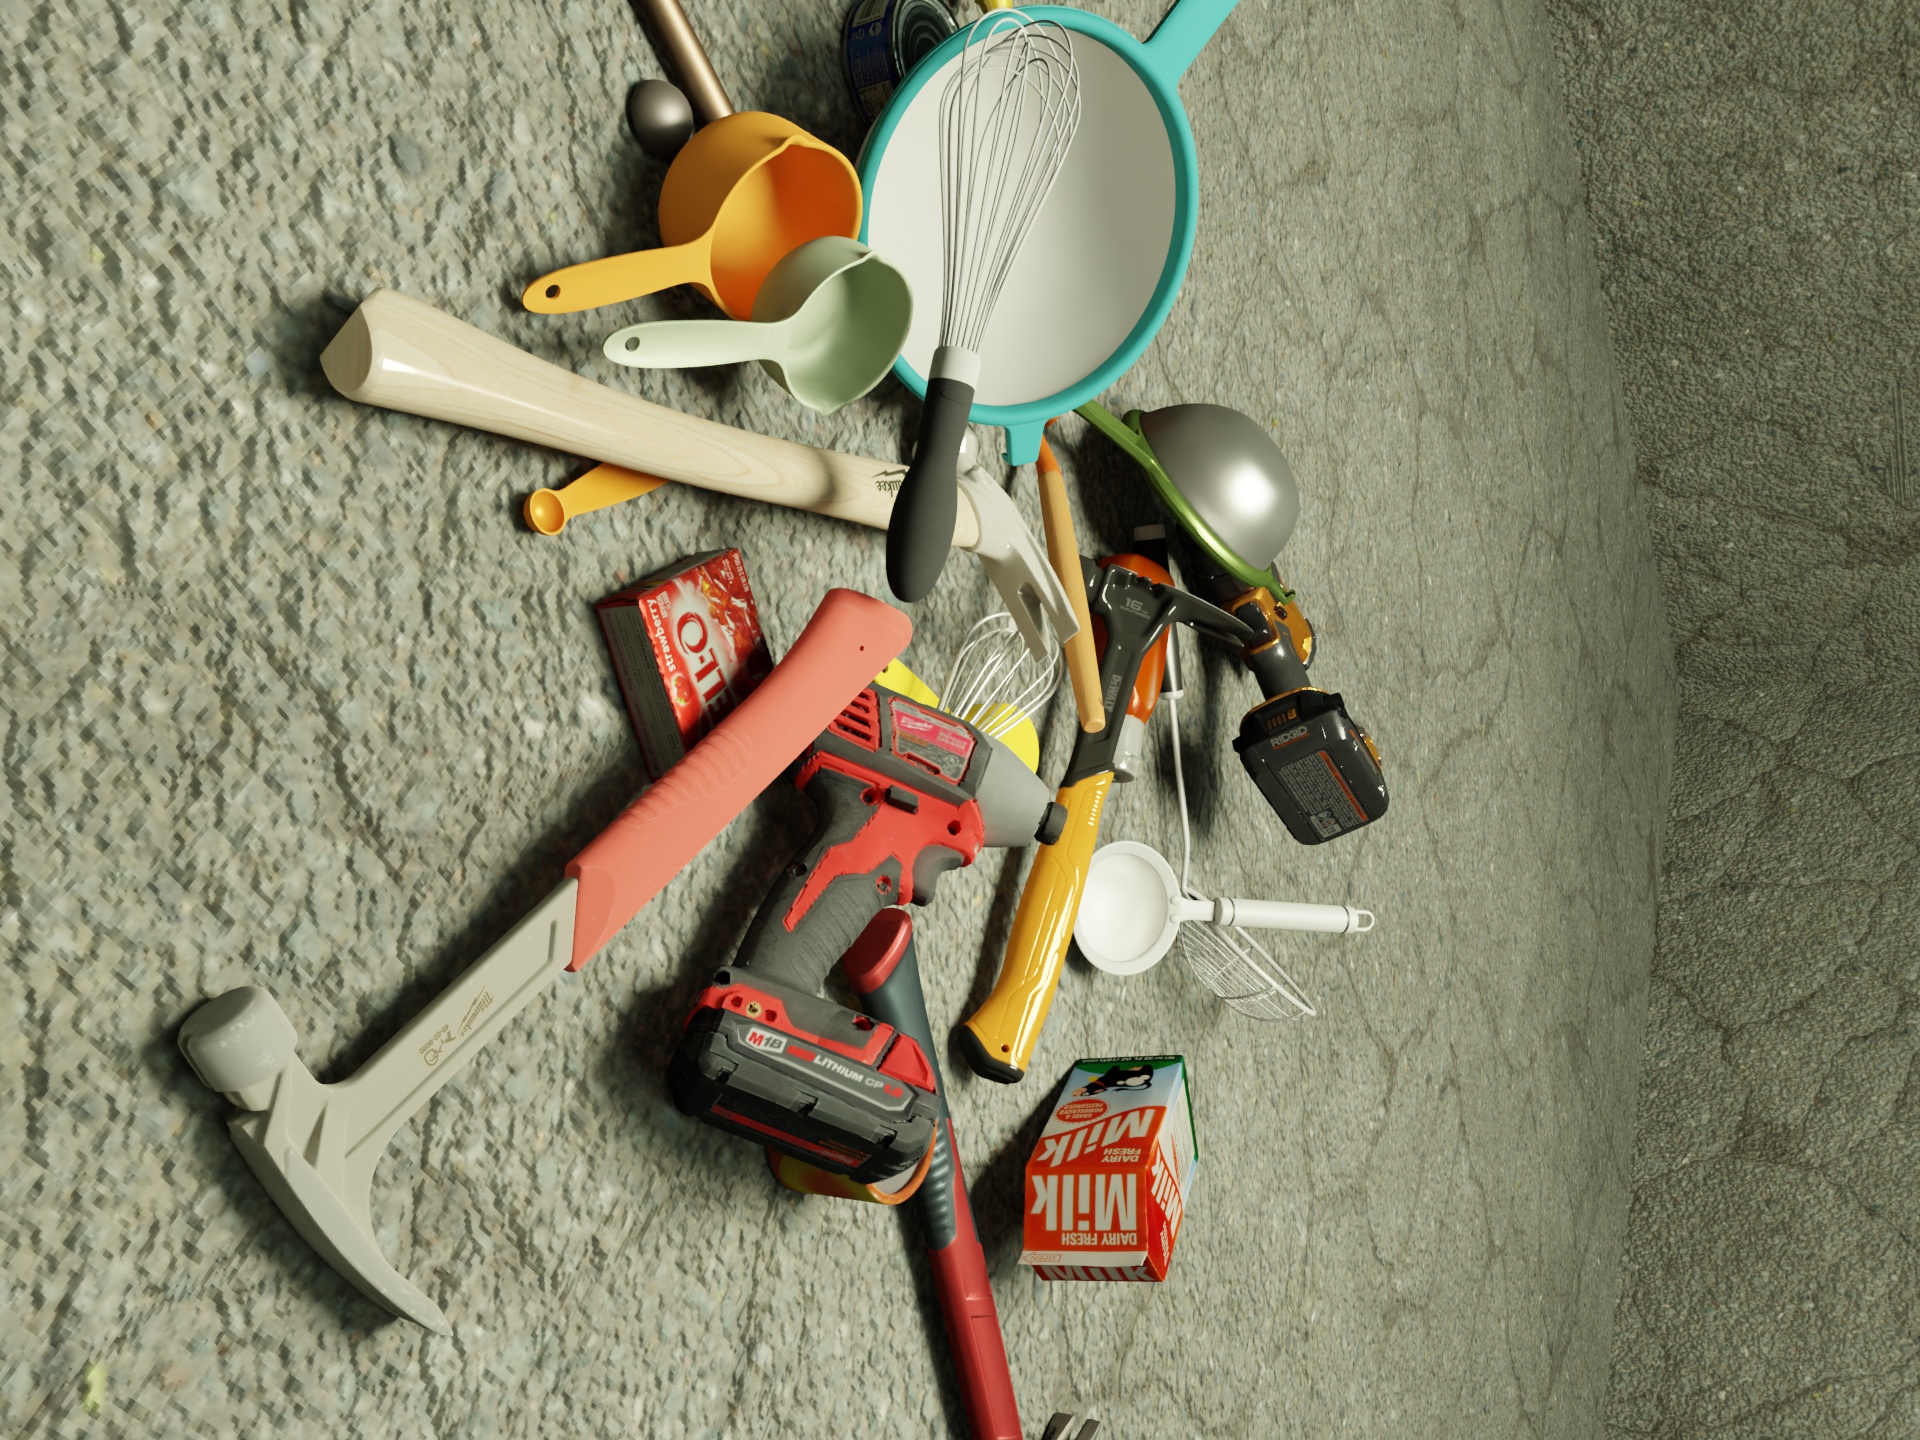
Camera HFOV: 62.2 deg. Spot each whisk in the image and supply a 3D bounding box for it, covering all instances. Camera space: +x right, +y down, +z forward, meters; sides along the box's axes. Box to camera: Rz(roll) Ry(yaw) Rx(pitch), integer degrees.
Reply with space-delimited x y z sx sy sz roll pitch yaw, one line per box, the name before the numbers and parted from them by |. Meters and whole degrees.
whisk | -0.018 0.026 0.840 0.059 0.057 0.246 36 56 4
whisk | 0.003 -0.192 0.733 0.070 0.070 0.285 21 79 -55

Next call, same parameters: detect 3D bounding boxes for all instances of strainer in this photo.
strainer | 0.149 -0.181 1.030 0.256 0.069 0.152 25 34 -49
strainer | 0.165 0.128 1.057 0.258 0.050 0.087 6 85 -20
strainer | 0.057 -0.323 0.856 0.340 0.095 0.210 -52 130 0

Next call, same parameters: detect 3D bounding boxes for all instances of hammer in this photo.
hammer | -0.090 -0.109 0.717 0.410 0.038 0.146 5 51 -54
hammer | 0.078 0.060 0.966 0.034 0.127 0.337 115 -4 -66
hammer | 0.004 0.280 0.876 0.143 0.038 0.386 -32 114 -55
hammer | -0.128 0.063 0.647 0.359 0.037 0.149 -47 126 -39

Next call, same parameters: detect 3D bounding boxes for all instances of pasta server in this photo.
pasta server | -0.126 -0.320 0.722 0.060 0.040 0.315 -74 145 -46

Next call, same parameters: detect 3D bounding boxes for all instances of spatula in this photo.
spatula | 0.065 -0.131 0.954 0.080 0.041 0.323 43 32 -48

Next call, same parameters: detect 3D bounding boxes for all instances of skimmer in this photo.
skimmer | 0.187 0.038 1.136 0.127 0.090 0.363 -43 125 -83

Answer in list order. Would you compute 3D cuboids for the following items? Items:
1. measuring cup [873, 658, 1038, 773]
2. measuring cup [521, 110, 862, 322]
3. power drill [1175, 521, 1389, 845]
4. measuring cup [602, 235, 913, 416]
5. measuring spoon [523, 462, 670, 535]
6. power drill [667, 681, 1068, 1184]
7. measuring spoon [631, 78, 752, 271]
measuring cup | -0.001 -0.003 0.898 0.156 0.029 0.062 39 55 -49
measuring cup | -0.126 -0.215 0.701 0.173 0.052 0.095 -26 145 -33
power drill | 0.225 -0.044 1.161 0.185 0.084 0.226 48 23 -43
measuring cup | -0.093 -0.176 0.700 0.167 0.038 0.083 -16 138 -43
measuring spoon | -0.152 -0.104 0.692 0.117 0.011 0.021 -43 118 -54
power drill | -0.037 0.091 0.739 0.143 0.078 0.220 23 59 -7
measuring spoon | -0.113 -0.248 0.753 0.124 0.018 0.034 54 44 -42
